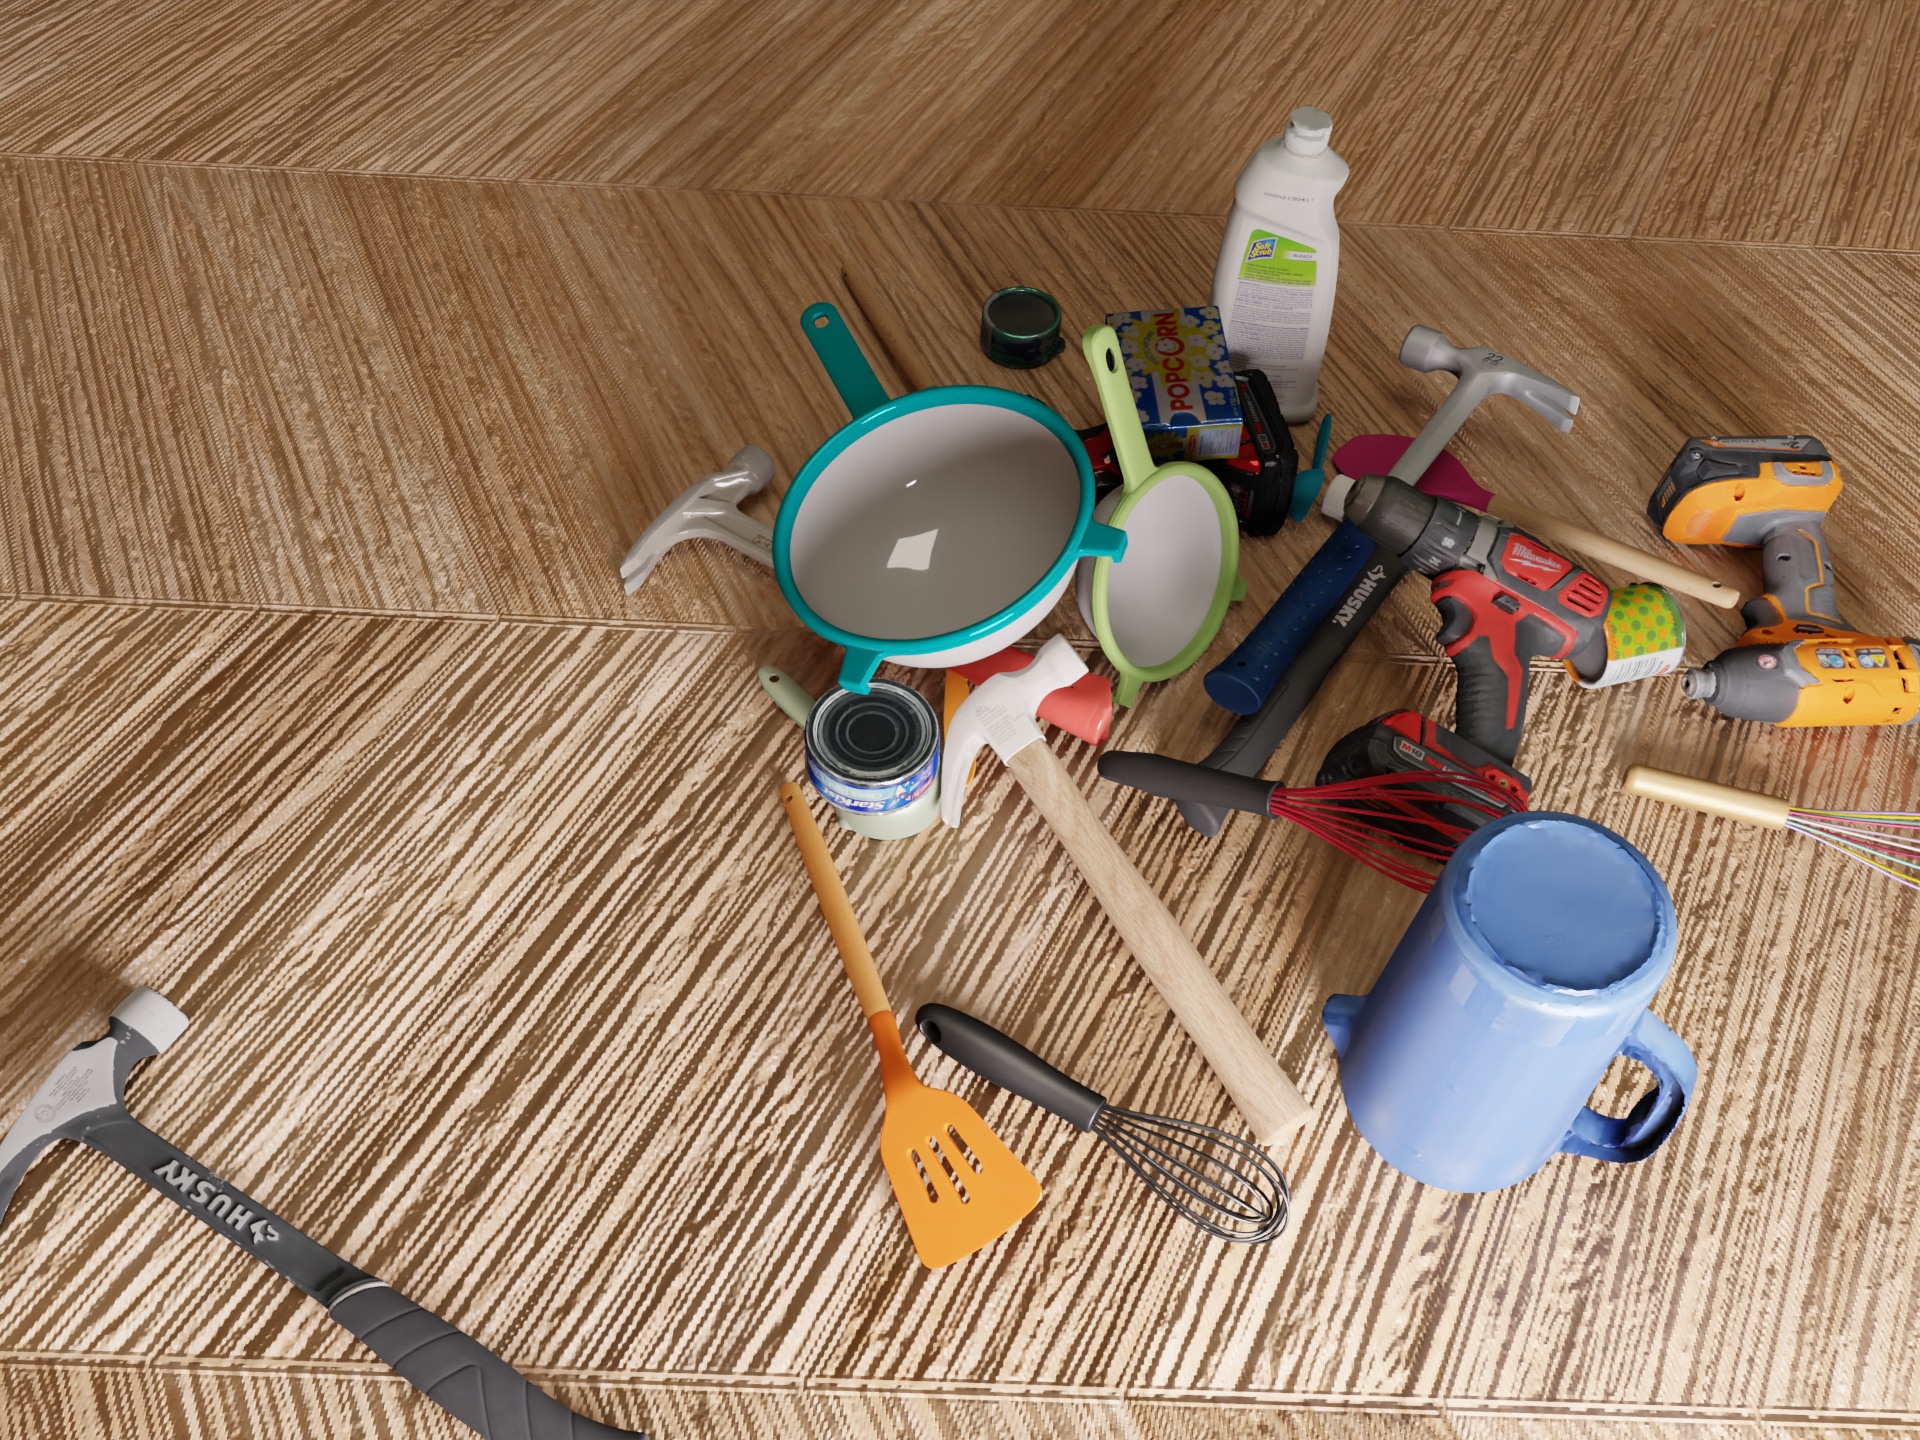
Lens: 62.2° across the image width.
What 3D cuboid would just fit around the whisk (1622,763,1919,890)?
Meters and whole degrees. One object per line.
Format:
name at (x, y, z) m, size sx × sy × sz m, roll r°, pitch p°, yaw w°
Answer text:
whisk at (0.561, 0.063, 1.038) m, size 0.245 × 0.047 × 0.051 m, roll 14°, pitch 55°, yaw 11°

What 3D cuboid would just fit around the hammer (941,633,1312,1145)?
hammer at (0.098, 0.108, 0.964) m, size 0.130 × 0.031 × 0.332 m, roll -37°, pitch 67°, yaw 6°

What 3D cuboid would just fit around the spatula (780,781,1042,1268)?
spatula at (-0.050, 0.158, 0.936) m, size 0.081 × 0.041 × 0.323 m, roll -37°, pitch 49°, yaw 12°

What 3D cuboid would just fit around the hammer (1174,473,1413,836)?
hammer at (0.250, -0.041, 1.101) m, size 0.146 × 0.035 × 0.335 m, roll 31°, pitch 58°, yaw 19°

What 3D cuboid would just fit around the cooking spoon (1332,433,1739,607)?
cooking spoon at (0.409, -0.148, 1.156) m, size 0.069 × 0.017 × 0.319 m, roll -38°, pitch 48°, yaw -24°

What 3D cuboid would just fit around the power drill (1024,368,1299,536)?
power drill at (0.128, -0.185, 1.177) m, size 0.219 × 0.078 × 0.143 m, roll -7°, pitch 54°, yaw -5°

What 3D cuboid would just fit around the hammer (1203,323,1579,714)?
hammer at (0.300, -0.146, 1.133) m, size 0.144 × 0.035 × 0.405 m, roll 28°, pitch 58°, yaw 24°

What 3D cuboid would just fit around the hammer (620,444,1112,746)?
hammer at (-0.057, -0.071, 1.094) m, size 0.359 × 0.036 × 0.149 m, roll 29°, pitch 60°, yaw 20°

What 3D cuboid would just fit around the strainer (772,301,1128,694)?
strainer at (-0.032, -0.155, 1.071) m, size 0.211 × 0.095 × 0.341 m, roll -28°, pitch 53°, yaw 0°

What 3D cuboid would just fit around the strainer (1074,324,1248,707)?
strainer at (0.105, -0.147, 1.064) m, size 0.069 × 0.256 × 0.151 m, roll 17°, pitch 49°, yaw 44°

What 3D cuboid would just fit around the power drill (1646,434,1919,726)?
power drill at (0.572, -0.096, 1.134) m, size 0.164 × 0.084 × 0.227 m, roll -2°, pitch 58°, yaw -4°

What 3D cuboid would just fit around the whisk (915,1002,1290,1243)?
whisk at (0.076, 0.220, 0.894) m, size 0.239 × 0.055 × 0.055 m, roll 26°, pitch 56°, yaw 20°

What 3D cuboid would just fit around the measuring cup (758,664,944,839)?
measuring cup at (-0.078, 0.008, 1.043) m, size 0.083 × 0.038 × 0.168 m, roll -37°, pitch 66°, yaw -26°

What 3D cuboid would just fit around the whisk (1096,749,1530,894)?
whisk at (0.205, 0.050, 0.944) m, size 0.296 × 0.073 × 0.073 m, roll 11°, pitch 49°, yaw 38°

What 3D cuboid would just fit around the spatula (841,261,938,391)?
spatula at (-0.042, -0.273, 1.246) m, size 0.044 × 0.082 × 0.318 m, roll -6°, pitch 47°, yaw -28°

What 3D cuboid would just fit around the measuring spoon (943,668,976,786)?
measuring spoon at (-0.002, -0.003, 1.077) m, size 0.021 × 0.011 × 0.117 m, roll -3°, pitch 57°, yaw -1°

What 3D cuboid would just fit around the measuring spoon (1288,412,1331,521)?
measuring spoon at (0.266, -0.201, 1.219) m, size 0.021 × 0.042 × 0.129 m, roll 24°, pitch 47°, yaw -2°

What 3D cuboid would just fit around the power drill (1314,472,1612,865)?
power drill at (0.308, -0.043, 1.030) m, size 0.188 × 0.080 × 0.227 m, roll 29°, pitch 68°, yaw -3°

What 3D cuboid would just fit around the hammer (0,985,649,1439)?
hammer at (-0.331, 0.293, 0.823) m, size 0.409 × 0.036 × 0.149 m, roll 27°, pitch 58°, yaw 15°
